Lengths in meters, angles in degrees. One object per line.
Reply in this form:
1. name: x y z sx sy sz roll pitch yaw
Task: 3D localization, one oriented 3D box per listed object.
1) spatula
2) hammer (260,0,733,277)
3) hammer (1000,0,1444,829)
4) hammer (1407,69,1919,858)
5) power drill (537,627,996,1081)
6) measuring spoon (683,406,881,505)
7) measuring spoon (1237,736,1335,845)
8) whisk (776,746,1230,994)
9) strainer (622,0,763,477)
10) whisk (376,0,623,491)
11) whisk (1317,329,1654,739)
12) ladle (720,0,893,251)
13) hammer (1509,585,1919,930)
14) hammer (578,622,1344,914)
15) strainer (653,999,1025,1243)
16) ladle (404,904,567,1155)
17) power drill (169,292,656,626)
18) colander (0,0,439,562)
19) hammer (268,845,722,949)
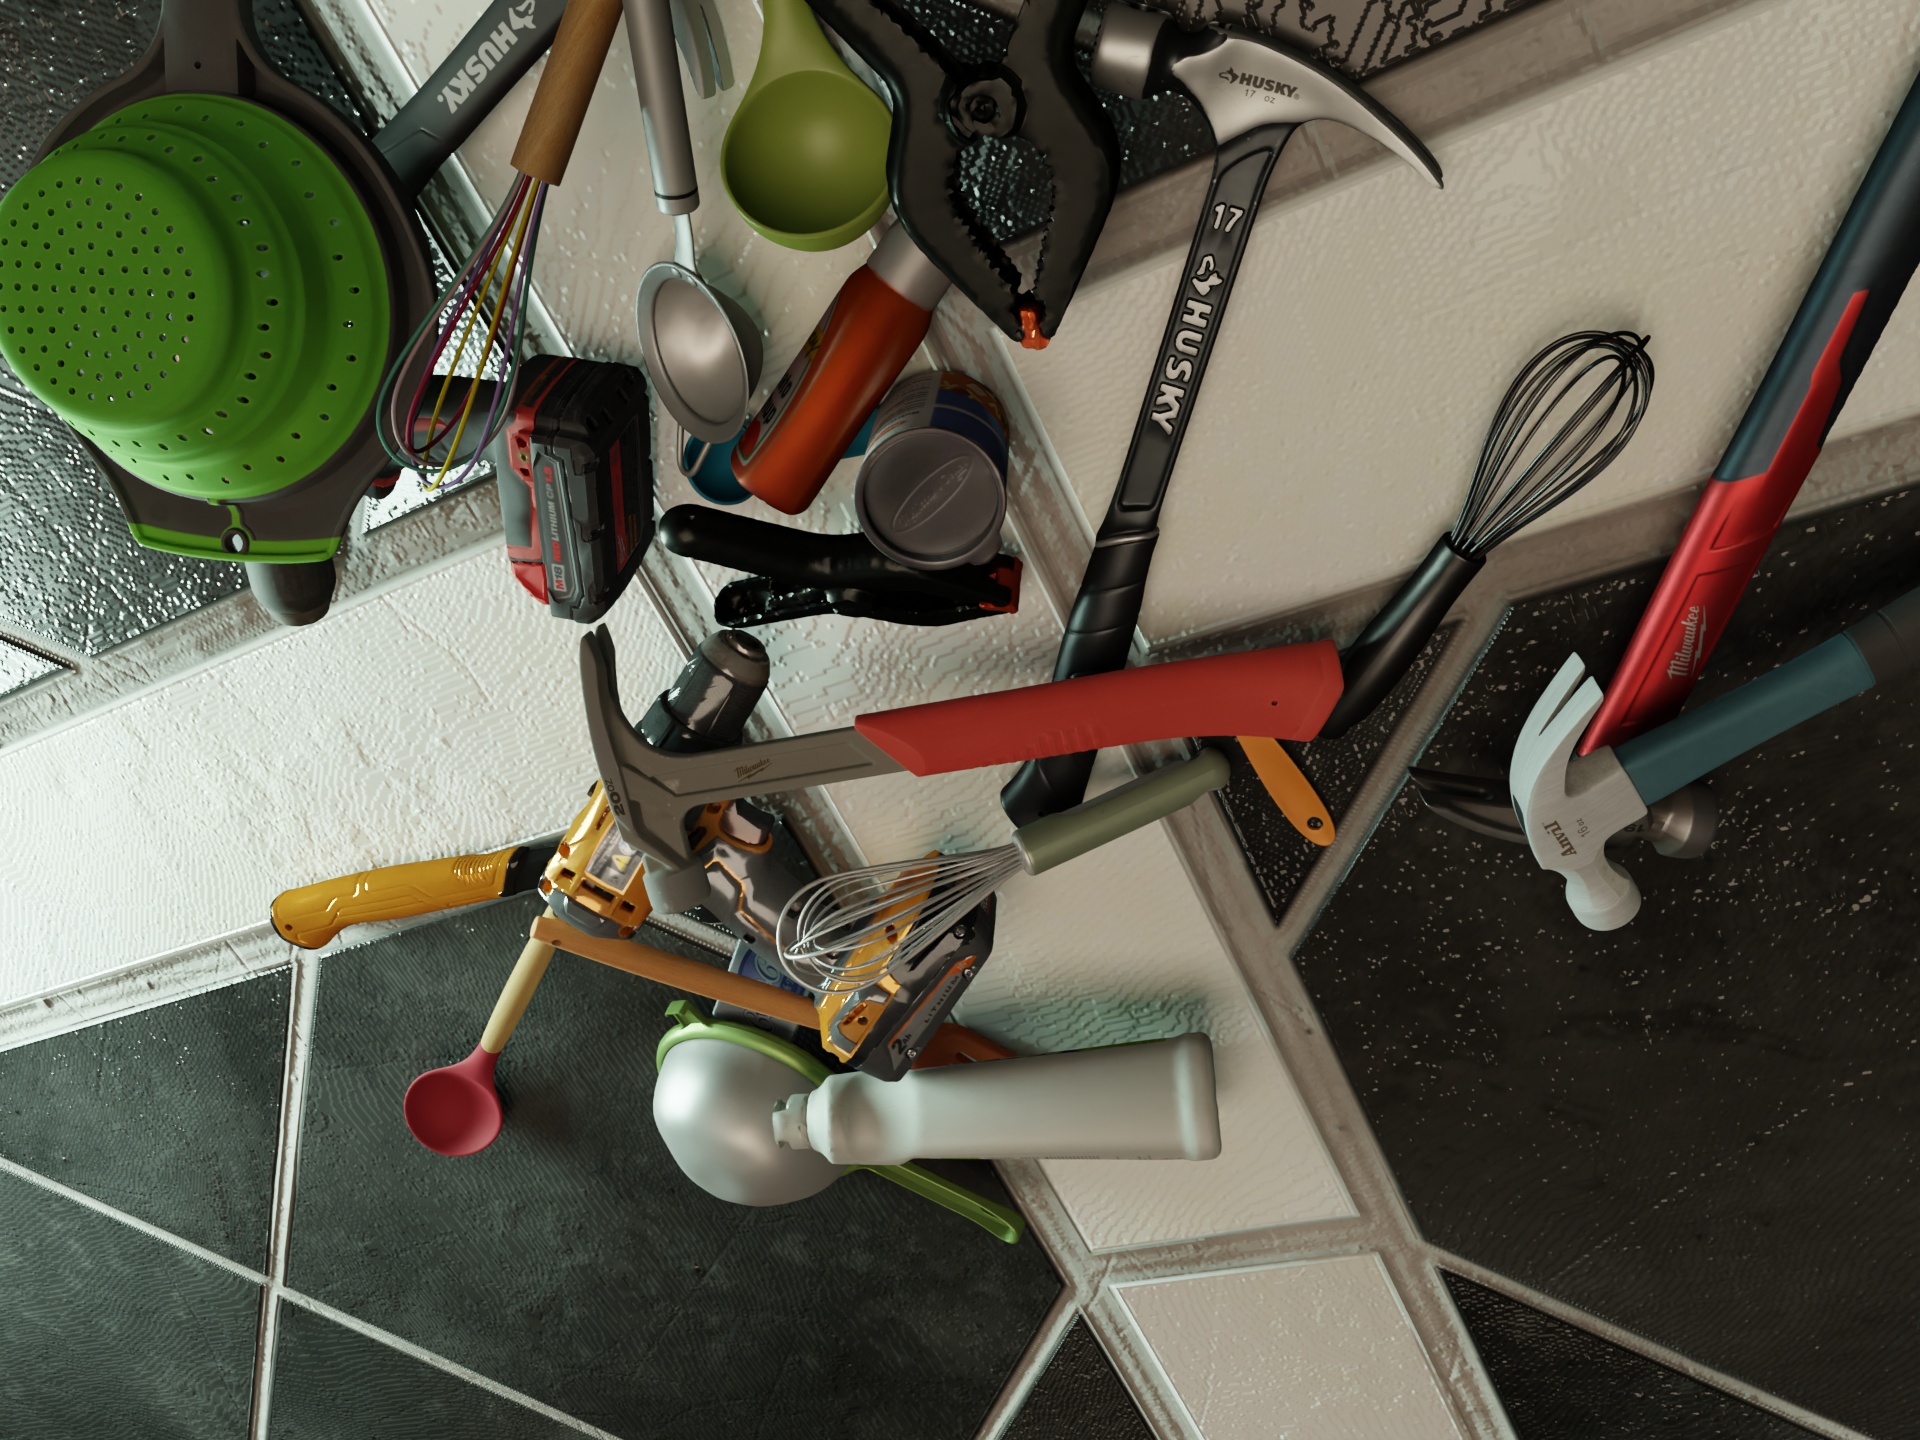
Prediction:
1. spatula: -0.096 0.175 0.927 0.322 0.041 0.081 22 127 -22
2. hammer: -0.248 -0.265 0.740 0.334 0.035 0.146 -32 106 31
3. hammer: 0.088 -0.102 0.737 0.149 0.036 0.408 18 125 5
4. hammer: 0.313 -0.107 0.644 0.143 0.038 0.386 8 122 -9
5. power drill: -0.090 0.072 0.855 0.226 0.084 0.185 31 109 -7
6. measuring spoon: -0.073 -0.136 0.780 0.128 0.021 0.042 -10 106 12
7. measuring spoon: 0.158 0.019 0.806 0.021 0.011 0.116 -26 114 29
8. whisk: 0.024 0.069 0.796 0.246 0.058 0.059 -24 89 -6
9. strainer: -0.120 -0.222 0.695 0.087 0.050 0.258 36 146 31
10. whisk: -0.190 -0.211 0.674 0.051 0.047 0.245 24 104 -5
11. whisk: 0.223 -0.074 0.706 0.055 0.055 0.238 29 128 -1
12. ladle: -0.083 -0.349 0.626 0.078 0.062 0.320 -9 116 3
13. hammer: 0.382 -0.032 0.651 0.331 0.033 0.128 -32 119 18
14. hammer: -0.001 -0.002 0.762 0.359 0.037 0.149 -10 106 11
15. strainer: -0.087 0.279 0.980 0.256 0.069 0.151 23 137 9
16. ladle: -0.296 0.195 1.022 0.069 0.031 0.315 29 131 -8
17. power drill: -0.275 -0.113 0.801 0.226 0.080 0.187 11 131 6
18. colander: -0.334 -0.261 0.664 0.204 0.094 0.397 5 102 8
19. hammer: -0.296 0.090 0.973 0.337 0.034 0.127 -12 117 24
